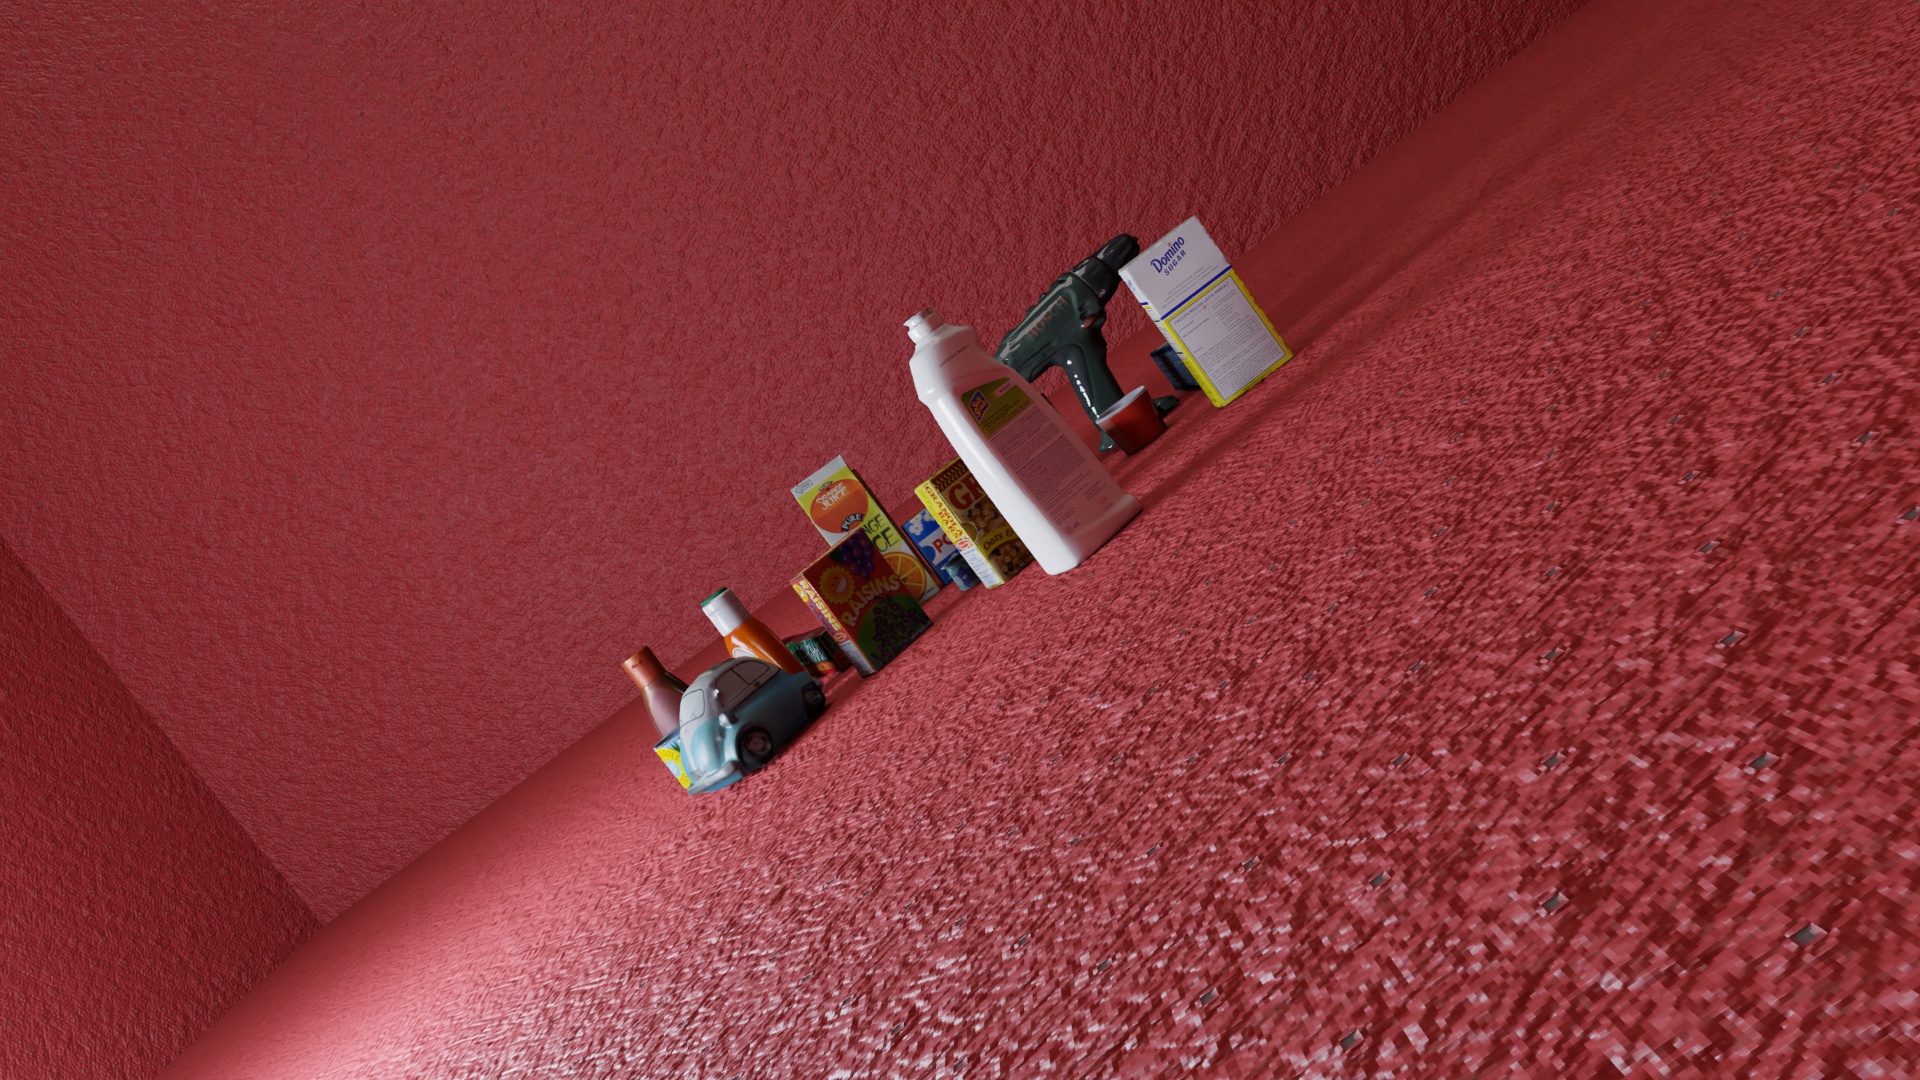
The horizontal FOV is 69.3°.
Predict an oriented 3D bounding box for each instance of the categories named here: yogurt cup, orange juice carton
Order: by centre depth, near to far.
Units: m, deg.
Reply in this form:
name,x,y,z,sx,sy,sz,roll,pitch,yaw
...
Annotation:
name,x,y,z,sx,sy,sz,roll,pitch,yaw
yogurt cup,0.193,-0.132,1.549,0.072,0.054,0.072,-36,6,4
orange juice carton,-0.109,-0.002,1.596,0.072,0.192,0.073,-37,6,-2

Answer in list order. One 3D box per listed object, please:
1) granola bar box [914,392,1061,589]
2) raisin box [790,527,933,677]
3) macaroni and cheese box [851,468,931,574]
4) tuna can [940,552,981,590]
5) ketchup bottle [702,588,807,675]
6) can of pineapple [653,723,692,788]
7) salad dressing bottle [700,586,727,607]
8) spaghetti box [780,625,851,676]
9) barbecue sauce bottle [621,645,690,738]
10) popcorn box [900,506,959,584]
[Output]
name,x,y,z,sx,sy,sz,roll,pitch,yaw
granola bar box,0.055,-0.050,1.371,0.166,0.124,0.039,-39,6,-27
raisin box,-0.098,0.061,1.386,0.086,0.123,0.040,-40,7,-29
macaroni and cheese box,-0.108,-0.002,1.714,0.040,0.166,0.124,-35,6,14
tuna can,0.016,0.023,1.467,0.071,0.033,0.071,-36,6,4
ketchup bottle,-0.213,0.119,1.466,0.064,0.148,0.044,-32,8,41
can of pineapple,-0.291,0.228,1.509,0.071,0.058,0.071,-36,6,4
salad dressing bottle,-0.250,0.123,1.648,0.044,0.147,0.064,-37,6,-7
spaghetti box,-0.176,0.133,1.622,0.029,0.050,0.249,-39,7,-22
barbecue sauce bottle,-0.327,0.188,1.583,0.065,0.148,0.044,-36,6,1
popcorn box,0.006,-0.020,1.602,0.127,0.085,0.038,-37,6,-9
